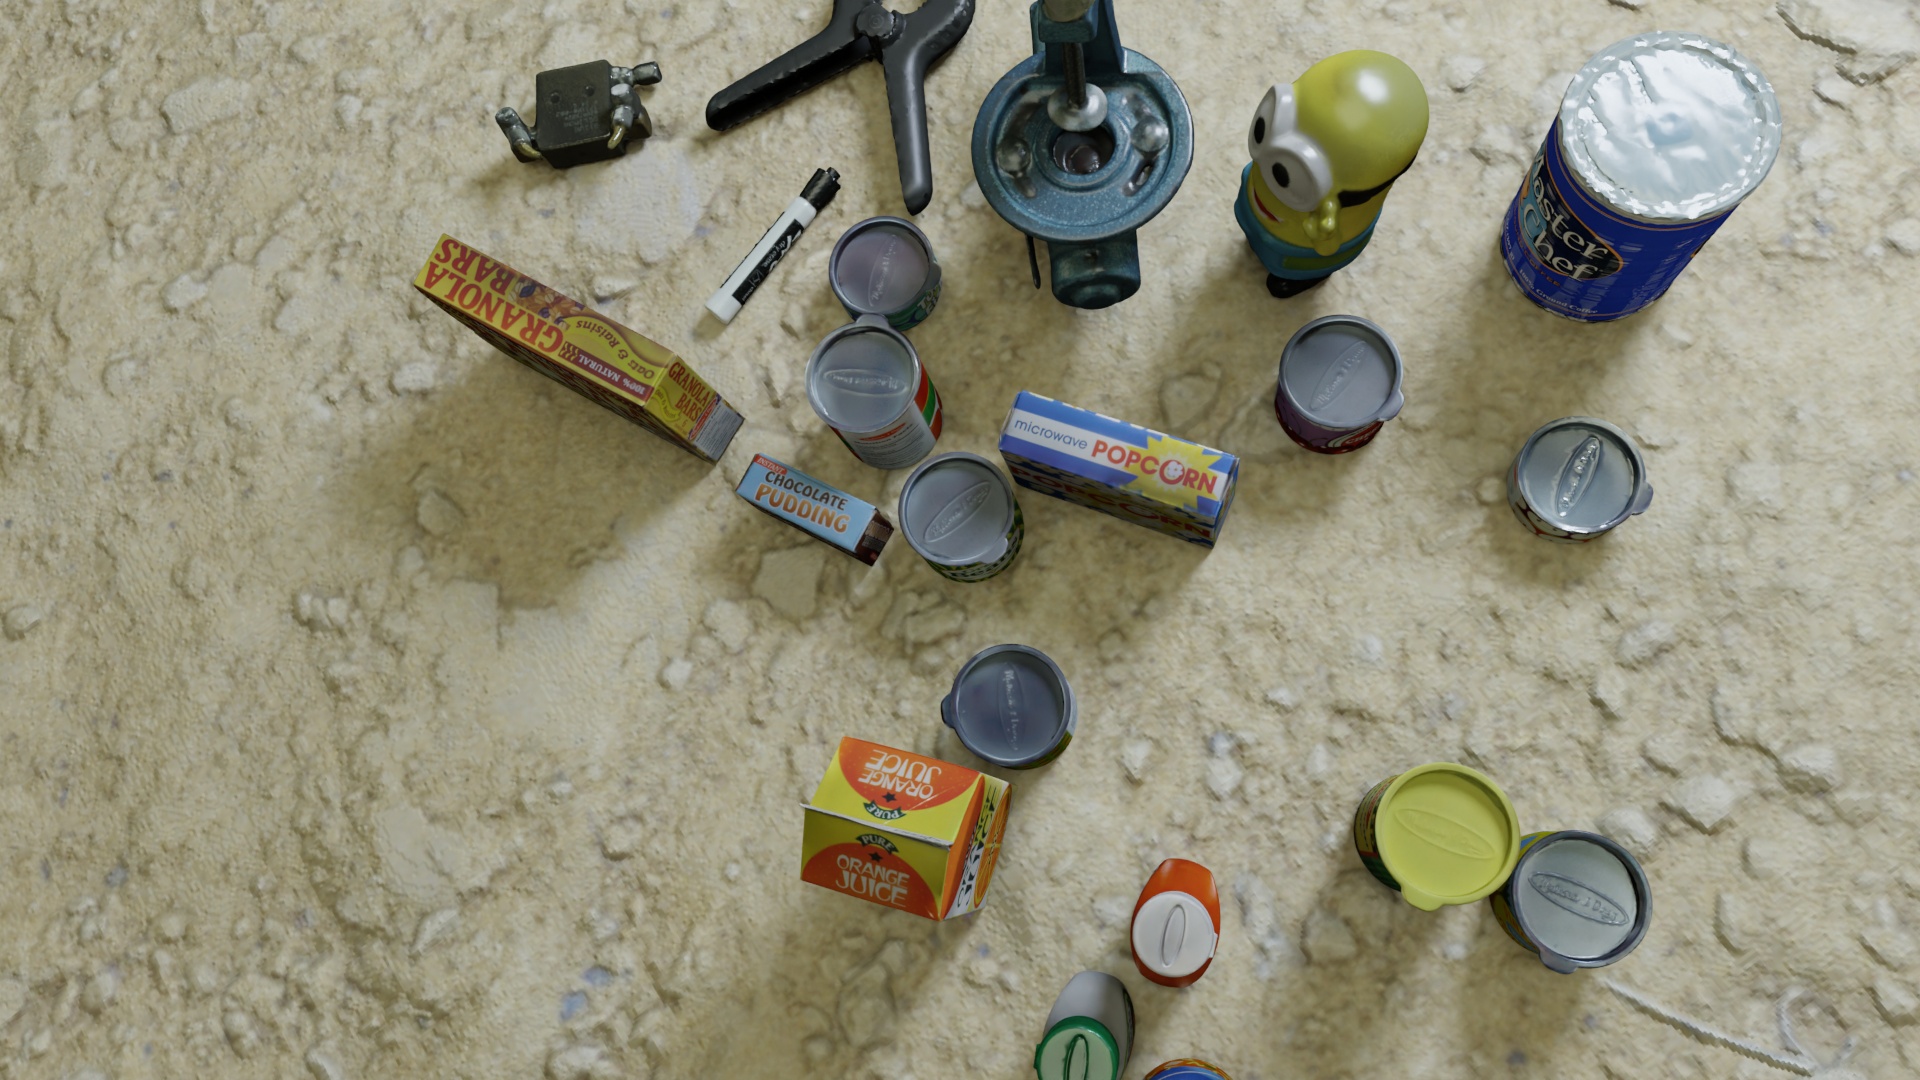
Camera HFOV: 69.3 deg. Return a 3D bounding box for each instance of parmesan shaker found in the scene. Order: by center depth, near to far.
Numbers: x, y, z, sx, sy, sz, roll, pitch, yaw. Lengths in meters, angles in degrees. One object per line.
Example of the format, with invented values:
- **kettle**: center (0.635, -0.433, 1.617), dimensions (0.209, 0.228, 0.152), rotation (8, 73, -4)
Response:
- **parmesan shaker**: center (0.237, 0.151, 0.705), dimensions (0.071, 0.103, 0.071), rotation (-2, 77, 9)

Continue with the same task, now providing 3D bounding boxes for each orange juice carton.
- **orange juice carton**: center (-0.024, 0.145, 0.702), dimensions (0.072, 0.192, 0.073), rotation (14, 80, 12)

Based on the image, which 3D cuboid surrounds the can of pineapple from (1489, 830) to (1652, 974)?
- **can of pineapple**: center (0.308, 0.183, 0.710), dimensions (0.071, 0.057, 0.071), rotation (-2, 77, 9)

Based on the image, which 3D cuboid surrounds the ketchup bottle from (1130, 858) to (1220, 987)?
- **ketchup bottle**: center (0.108, 0.192, 0.693), dimensions (0.043, 0.148, 0.065), rotation (13, 80, 12)

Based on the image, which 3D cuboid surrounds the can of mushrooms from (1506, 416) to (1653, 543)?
- **can of mushrooms**: center (0.341, -0.032, 0.767), dimensions (0.071, 0.033, 0.071), rotation (-2, 77, 9)

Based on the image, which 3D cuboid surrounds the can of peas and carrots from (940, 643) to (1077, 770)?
- **can of peas and carrots**: center (0.029, 0.095, 0.774), dimensions (0.071, 0.058, 0.071), rotation (-2, 77, 9)

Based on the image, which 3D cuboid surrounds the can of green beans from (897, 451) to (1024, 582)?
- **can of green beans**: center (0.002, -0.012, 0.803), dimensions (0.071, 0.057, 0.071), rotation (-2, 77, 9)

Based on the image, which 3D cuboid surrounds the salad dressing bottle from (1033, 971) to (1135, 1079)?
- **salad dressing bottle**: center (0.062, 0.250, 0.687), dimensions (0.044, 0.147, 0.064), rotation (7, 79, 11)

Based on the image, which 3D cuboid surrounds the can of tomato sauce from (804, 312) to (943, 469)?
- **can of tomato sauce**: center (-0.049, -0.085, 0.815), dimensions (0.071, 0.083, 0.071), rotation (-2, 77, 9)

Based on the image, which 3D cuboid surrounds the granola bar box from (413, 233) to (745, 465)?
- **granola bar box**: center (-0.223, -0.110, 0.827), dimensions (0.166, 0.124, 0.039), rotation (28, 83, 14)

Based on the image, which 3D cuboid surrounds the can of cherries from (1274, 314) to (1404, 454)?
- **can of cherries**: center (0.214, -0.085, 0.786), dimensions (0.071, 0.058, 0.071), rotation (-2, 77, 9)

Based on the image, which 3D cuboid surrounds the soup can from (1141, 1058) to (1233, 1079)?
- **soup can**: center (0.119, 0.301, 0.700), dimensions (0.071, 0.083, 0.071), rotation (-2, 77, 9)

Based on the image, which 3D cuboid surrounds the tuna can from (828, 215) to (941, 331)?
- **tuna can**: center (-0.043, -0.163, 0.858), dimensions (0.071, 0.033, 0.071), rotation (-2, 77, 9)

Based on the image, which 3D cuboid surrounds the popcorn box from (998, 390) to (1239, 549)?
- **popcorn box**: center (0.089, -0.039, 0.782), dimensions (0.127, 0.085, 0.038), rotation (19, 81, 13)

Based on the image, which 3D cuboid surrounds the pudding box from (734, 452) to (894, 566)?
- **pudding box**: center (-0.086, -0.018, 0.823), dimensions (0.084, 0.049, 0.030), rotation (26, 83, 14)
